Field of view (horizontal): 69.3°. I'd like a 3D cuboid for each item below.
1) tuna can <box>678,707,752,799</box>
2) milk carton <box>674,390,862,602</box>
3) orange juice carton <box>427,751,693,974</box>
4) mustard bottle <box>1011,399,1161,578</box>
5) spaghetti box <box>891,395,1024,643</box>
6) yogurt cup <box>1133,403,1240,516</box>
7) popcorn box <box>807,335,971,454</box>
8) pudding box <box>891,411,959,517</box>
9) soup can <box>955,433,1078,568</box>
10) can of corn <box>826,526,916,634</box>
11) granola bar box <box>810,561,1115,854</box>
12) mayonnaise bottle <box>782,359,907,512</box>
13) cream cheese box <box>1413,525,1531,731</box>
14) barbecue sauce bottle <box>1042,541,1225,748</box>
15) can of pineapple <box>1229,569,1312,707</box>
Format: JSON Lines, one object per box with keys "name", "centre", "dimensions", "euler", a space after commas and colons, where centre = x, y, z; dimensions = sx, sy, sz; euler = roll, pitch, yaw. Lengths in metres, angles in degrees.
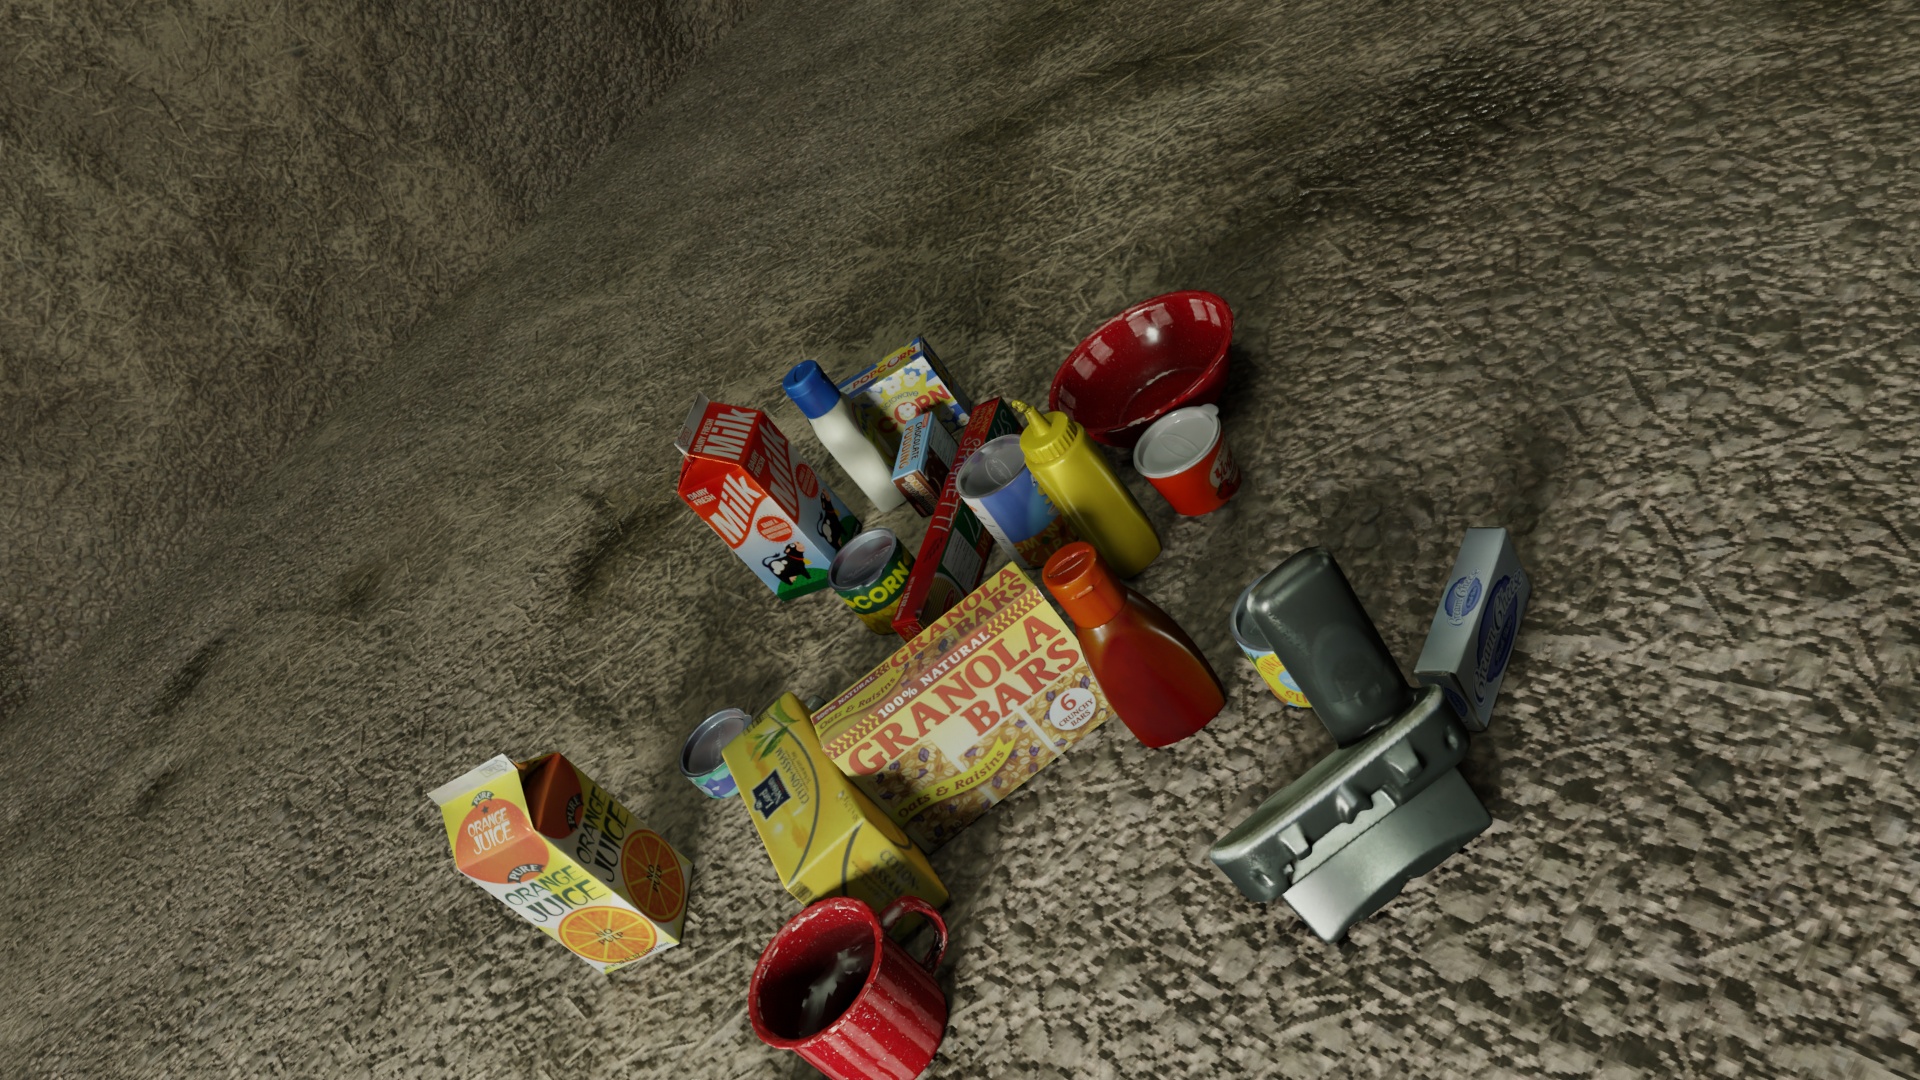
{"name": "tuna can", "centre": [-0.183, 0.166, 1.089], "dimensions": [0.071, 0.032, 0.071], "euler": [-25, 35, 20]}
{"name": "milk carton", "centre": [-0.172, -0.040, 1.182], "dimensions": [0.073, 0.190, 0.073], "euler": [-19, 38, 28]}
{"name": "orange juice carton", "centre": [-0.279, 0.217, 0.972], "dimensions": [0.071, 0.192, 0.073], "euler": [-26, 35, 19]}
{"name": "mustard bottle", "centre": [0.083, -0.042, 0.967], "dimensions": [0.049, 0.159, 0.065], "euler": [-39, 33, 0]}
{"name": "spaghetti box", "centre": [0.004, -0.014, 1.110], "dimensions": [0.028, 0.050, 0.251], "euler": [-14, 40, 34]}
{"name": "yogurt cup", "centre": [0.166, -0.054, 1.000], "dimensions": [0.072, 0.053, 0.073], "euler": [-25, 35, 20]}
{"name": "popcorn box", "centre": [-0.065, -0.118, 1.270], "dimensions": [0.126, 0.085, 0.038], "euler": [-29, 34, 15]}
{"name": "pudding box", "centre": [-0.029, -0.067, 1.207], "dimensions": [0.030, 0.049, 0.084], "euler": [-20, 37, 26]}
{"name": "soup can", "centre": [0.048, -0.031, 1.057], "dimensions": [0.071, 0.083, 0.072], "euler": [-26, 35, 20]}
{"name": "can of corn", "centre": [-0.062, 0.034, 1.109], "dimensions": [0.071, 0.058, 0.071], "euler": [-25, 35, 20]}
{"name": "granola bar box", "centre": [0.007, 0.108, 0.891], "dimensions": [0.165, 0.124, 0.039], "euler": [-38, 33, 2]}
{"name": "mayonnaise bottle", "centre": [-0.098, -0.093, 1.214], "dimensions": [0.041, 0.147, 0.065], "euler": [-30, 34, 14]}
{"name": "cream cheese box", "centre": [0.283, 0.048, 0.763], "dimensions": [0.024, 0.053, 0.104], "euler": [-1, 49, 44]}
{"name": "barbecue sauce bottle", "centre": [0.101, 0.062, 0.835], "dimensions": [0.065, 0.148, 0.044], "euler": [-32, 33, 10]}
{"name": "can of pineapple", "centre": [0.202, 0.058, 0.825], "dimensions": [0.071, 0.057, 0.071], "euler": [-25, 35, 20]}
